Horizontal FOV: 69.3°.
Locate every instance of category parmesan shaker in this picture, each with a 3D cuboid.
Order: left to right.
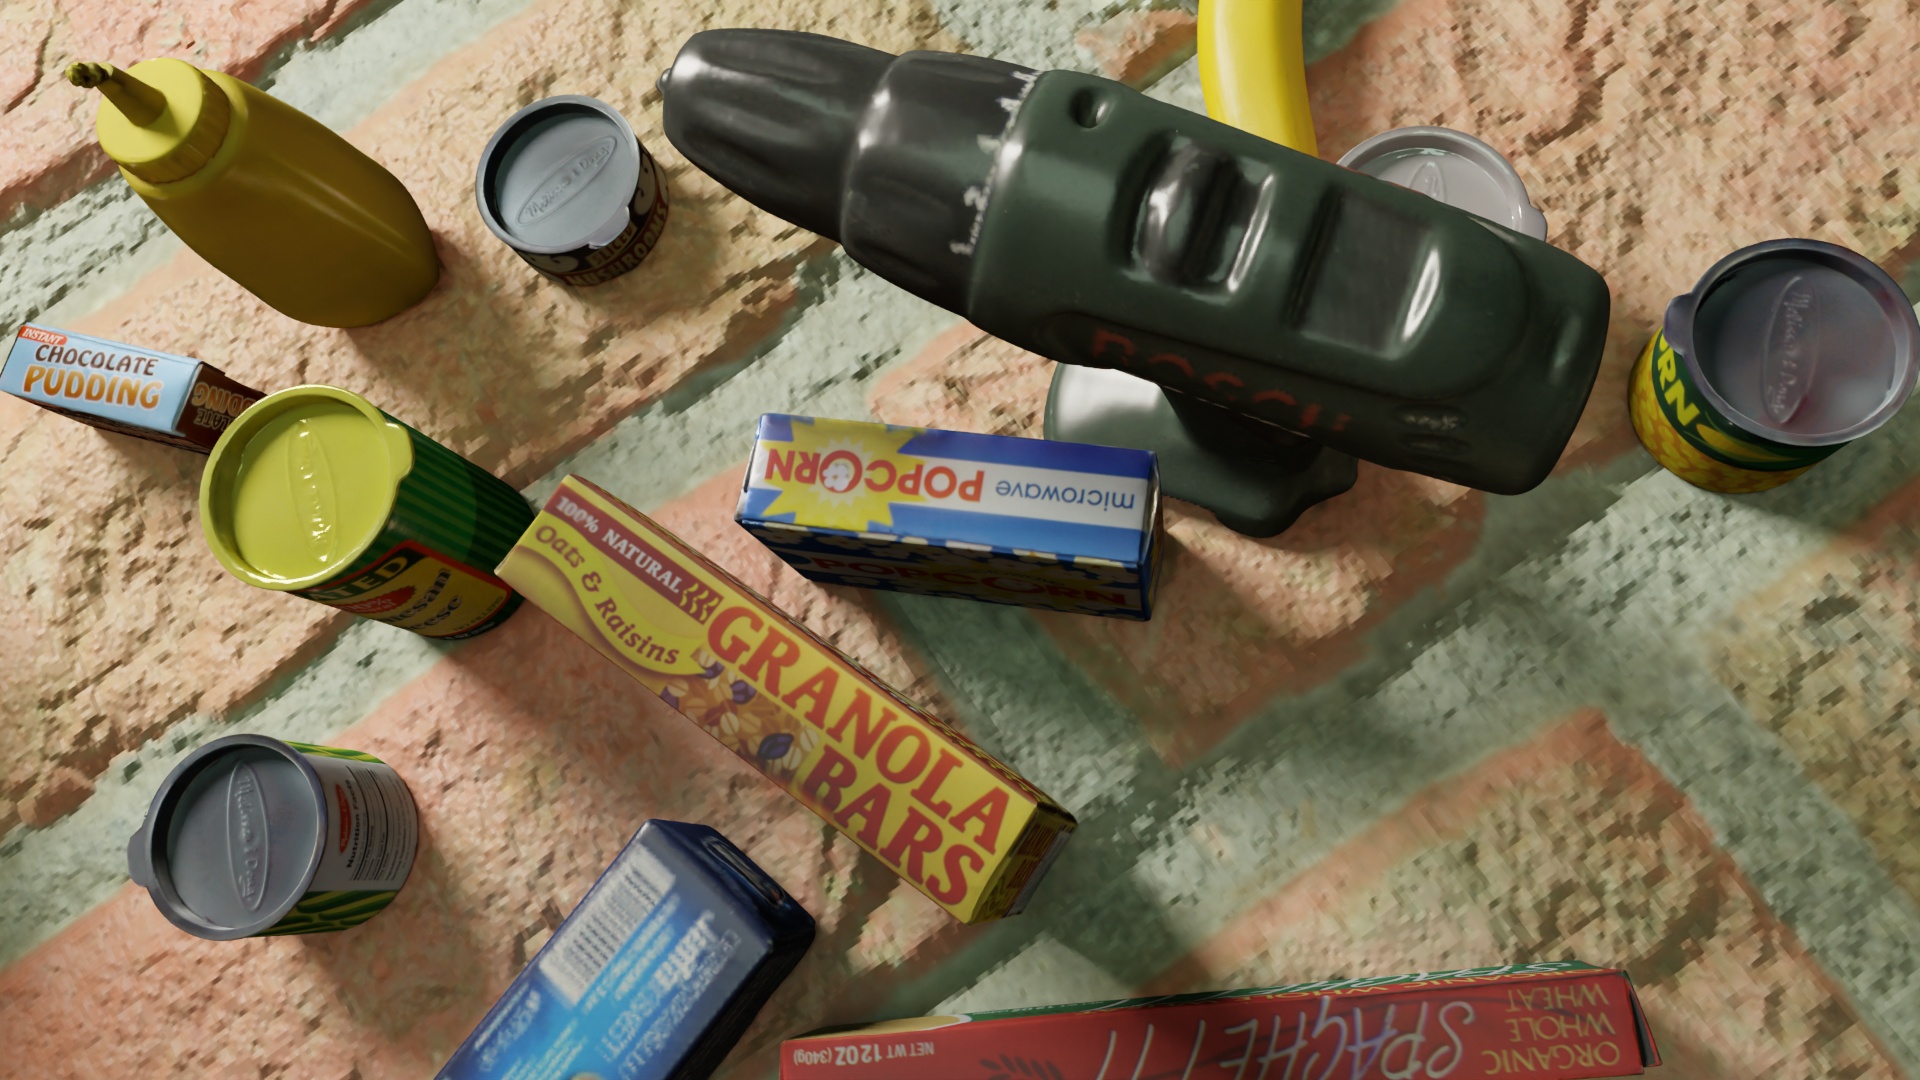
[{"bbox_3d":[-0.193,-0.006,0.475,0.071,0.103,0.071,-2,76,9],"label":"parmesan shaker"}]

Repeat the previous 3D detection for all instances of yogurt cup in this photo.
[{"bbox_3d":[0.152,-0.097,0.469,0.072,0.054,0.072,-2,76,9],"label":"yogurt cup"}]

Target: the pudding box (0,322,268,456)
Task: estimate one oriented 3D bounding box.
[{"bbox_3d":[-0.315,-0.056,0.535,0.084,0.049,0.030,13,79,12],"label":"pudding box"}]

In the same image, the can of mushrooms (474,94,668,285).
[{"bbox_3d":[-0.148,-0.133,0.536,0.071,0.033,0.071,-2,76,9],"label":"can of mushrooms"}]

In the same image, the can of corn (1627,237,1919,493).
[{"bbox_3d":[0.251,-0.054,0.440,0.071,0.058,0.071,-2,76,9],"label":"can of corn"}]

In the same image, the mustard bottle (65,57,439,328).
[{"bbox_3d":[-0.246,-0.125,0.484,0.065,0.160,0.049,-24,74,3],"label":"mustard bottle"}]

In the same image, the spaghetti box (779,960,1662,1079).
[{"bbox_3d":[0.072,0.153,0.420,0.250,0.050,0.029,-7,75,7],"label":"spaghetti box"}]

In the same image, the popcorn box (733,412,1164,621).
[{"bbox_3d":[0.002,-0.006,0.453,0.127,0.085,0.038,7,78,11],"label":"popcorn box"}]

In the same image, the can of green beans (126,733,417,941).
[{"bbox_3d":[-0.231,0.102,0.477,0.071,0.057,0.071,-2,76,9],"label":"can of green beans"}]

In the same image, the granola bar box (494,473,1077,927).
[{"bbox_3d":[-0.045,0.051,0.426,0.166,0.124,0.039,33,84,15],"label":"granola bar box"}]
